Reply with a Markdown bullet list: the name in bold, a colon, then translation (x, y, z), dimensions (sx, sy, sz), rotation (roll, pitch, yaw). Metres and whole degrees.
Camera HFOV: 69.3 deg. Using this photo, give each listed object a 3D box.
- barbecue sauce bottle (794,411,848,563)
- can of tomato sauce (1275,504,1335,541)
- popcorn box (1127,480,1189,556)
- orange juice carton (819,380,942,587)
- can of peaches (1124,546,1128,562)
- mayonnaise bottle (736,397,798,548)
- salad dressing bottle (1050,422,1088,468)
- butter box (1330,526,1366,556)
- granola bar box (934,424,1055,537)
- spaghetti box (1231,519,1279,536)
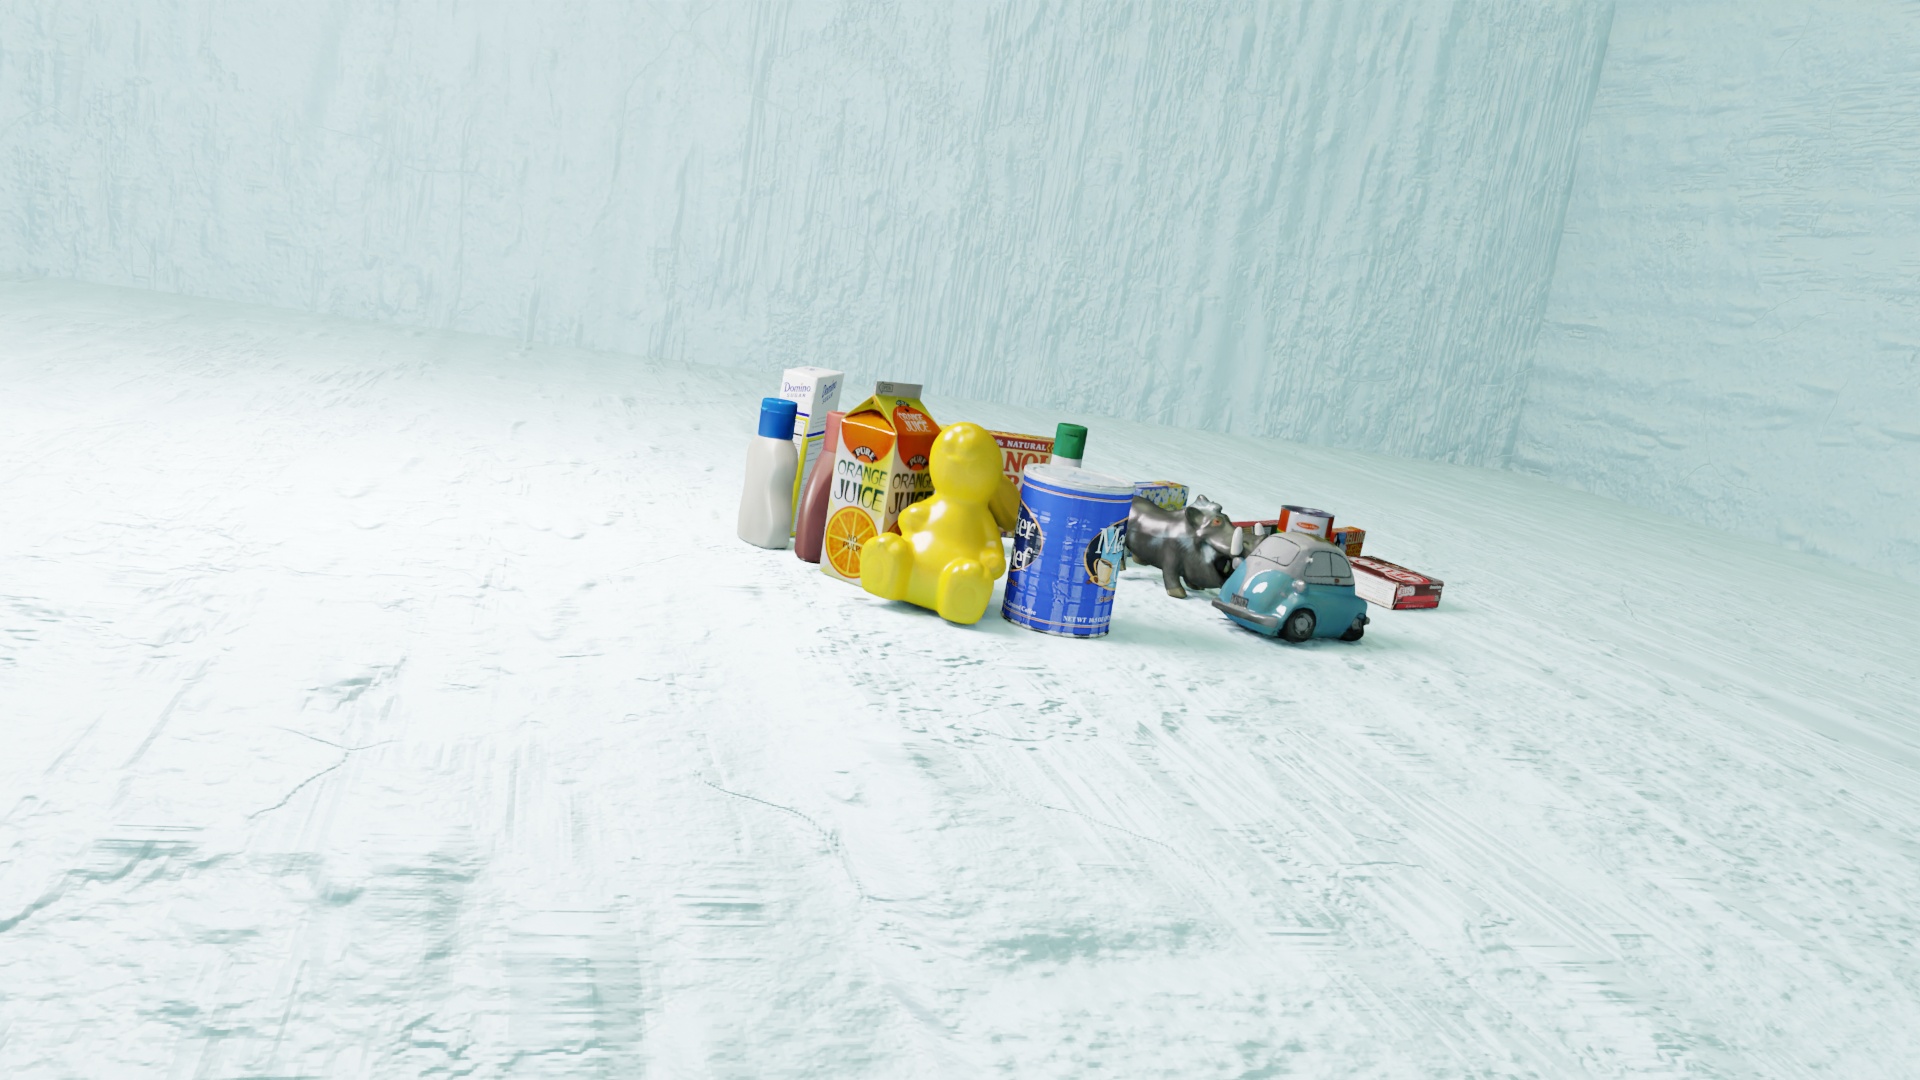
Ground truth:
- **barbecue sauce bottle**: translation (-0.124, -0.052, 1.374), dimensions (0.065, 0.148, 0.044), rotation (4, 12, -28)
- **can of tomato sauce**: translation (0.422, 0.003, 1.721), dimensions (0.071, 0.083, 0.071), rotation (9, 10, -2)
- **popcorn box**: translation (0.231, -0.028, 1.717), dimensions (0.038, 0.085, 0.127), rotation (17, 13, 35)
- **orange juice carton**: translation (-0.072, -0.055, 1.315), dimensions (0.073, 0.192, 0.072), rotation (17, 13, 36)
- **can of peaches**: translation (0.163, -0.006, 1.614), dimensions (0.071, 0.058, 0.071), rotation (9, 11, -2)
- **mayonnaise bottle**: translation (-0.191, -0.069, 1.404), dimensions (0.041, 0.147, 0.065), rotation (0, 14, -42)
- **salad dressing bottle**: translation (0.120, -0.064, 1.641), dimensions (0.064, 0.147, 0.044), rotation (9, 10, 1)
- **butter box**: translation (0.498, 0.011, 1.824), dimensions (0.024, 0.053, 0.104), rotation (17, 13, 36)
- **granola bar box**: translation (0.048, -0.068, 1.662), dimensions (0.166, 0.124, 0.039), rotation (5, 11, -22)
- **spaghetti box**: translation (0.403, -0.001, 1.810), dimensions (0.029, 0.050, 0.251), rotation (18, 14, 39)
